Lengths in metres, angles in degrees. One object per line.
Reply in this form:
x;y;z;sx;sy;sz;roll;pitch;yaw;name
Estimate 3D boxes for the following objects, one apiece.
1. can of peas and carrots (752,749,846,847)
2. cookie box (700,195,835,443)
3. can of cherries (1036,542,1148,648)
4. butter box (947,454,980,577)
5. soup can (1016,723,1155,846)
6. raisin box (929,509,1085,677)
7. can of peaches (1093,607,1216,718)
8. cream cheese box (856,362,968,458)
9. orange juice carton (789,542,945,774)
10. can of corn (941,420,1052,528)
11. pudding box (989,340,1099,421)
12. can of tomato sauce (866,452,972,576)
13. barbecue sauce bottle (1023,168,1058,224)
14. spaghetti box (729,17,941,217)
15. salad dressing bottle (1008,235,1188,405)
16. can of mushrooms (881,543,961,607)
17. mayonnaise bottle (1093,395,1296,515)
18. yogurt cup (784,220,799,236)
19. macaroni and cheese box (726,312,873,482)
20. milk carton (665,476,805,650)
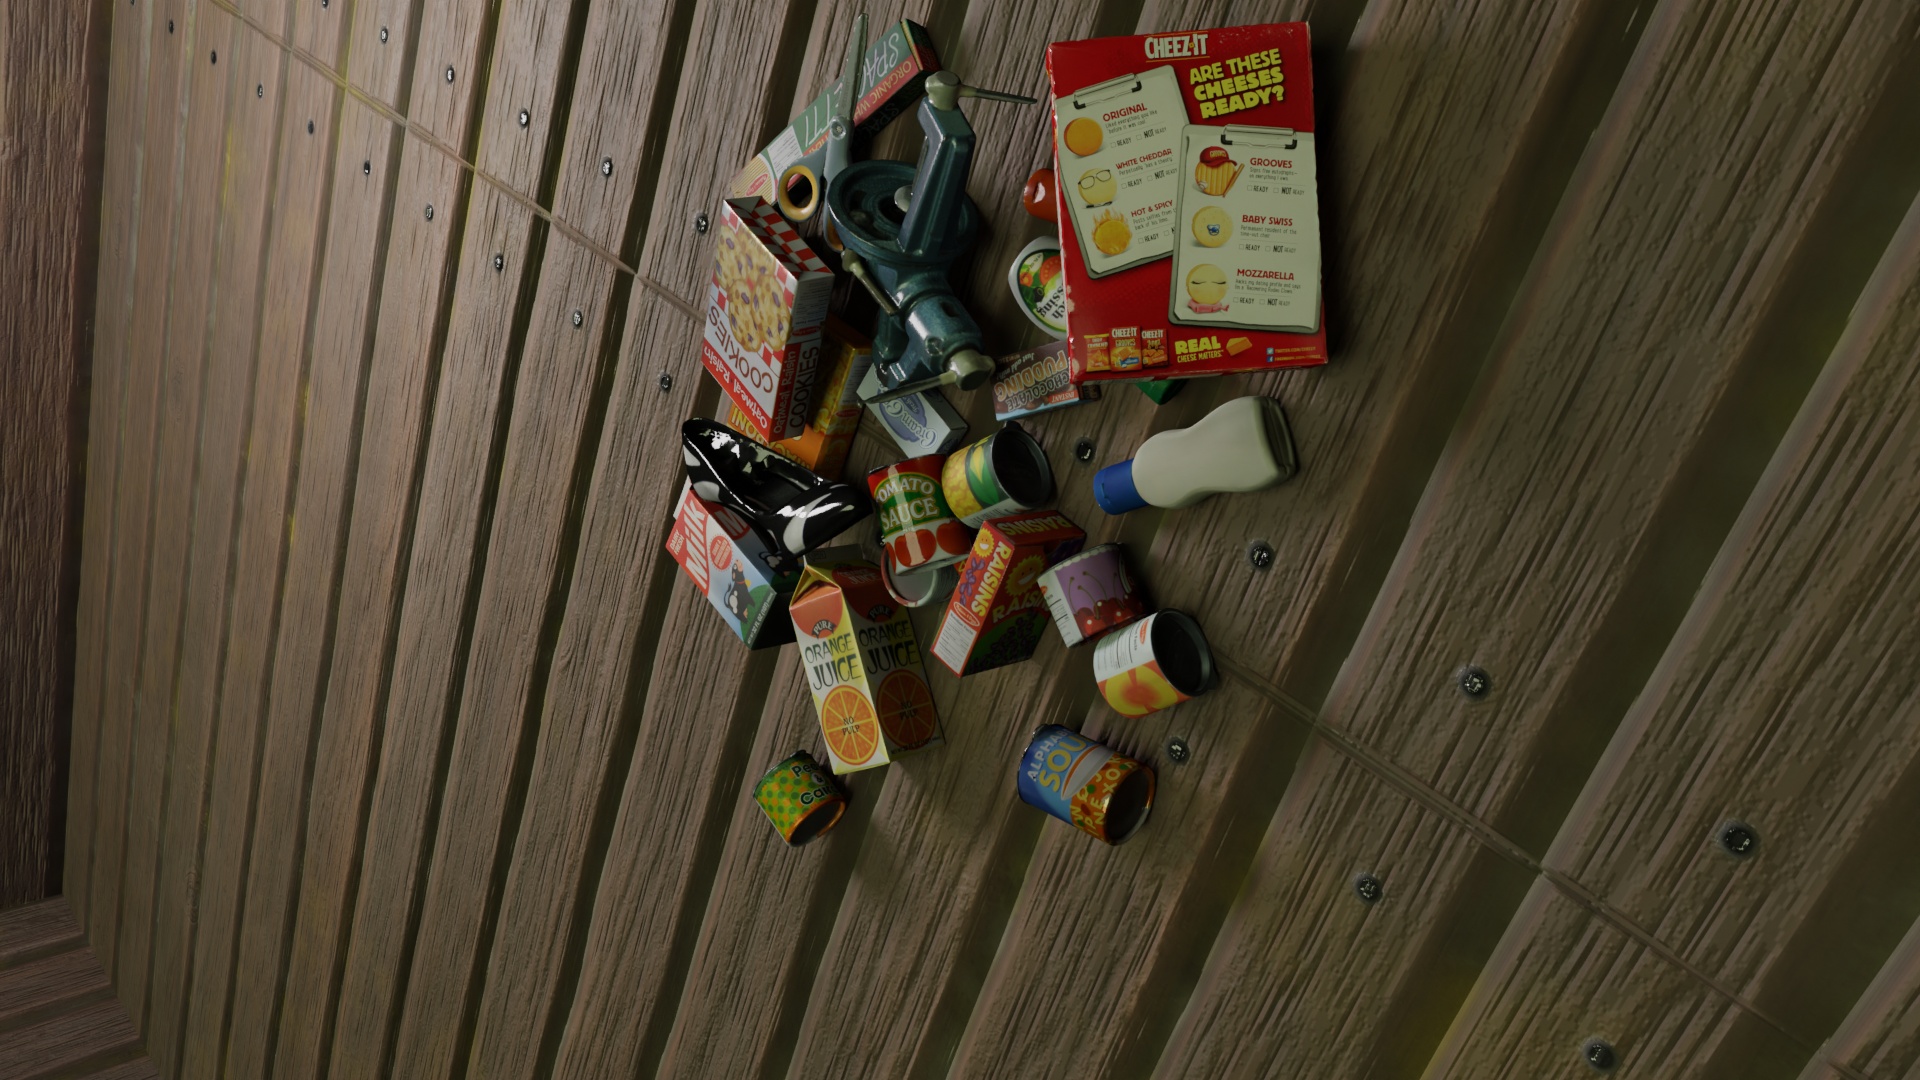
-0.146;0.236;1.272;0.059;0.071;0.070;48;124;26;can of peas and carrots
-0.164;-0.184;1.164;0.123;0.040;0.166;49;140;31;cookie box
0.100;0.040;1.026;0.071;0.072;0.058;-34;74;39;can of cherries
0.004;-0.014;1.131;0.053;0.024;0.104;-46;66;35;butter box
0.094;0.182;1.047;0.084;0.071;0.071;20;109;38;soup can
0.036;0.040;1.068;0.040;0.086;0.122;40;120;33;raisin box
0.139;0.091;0.997;0.058;0.071;0.071;-29;77;40;can of peaches
-0.041;-0.109;1.159;0.104;0.024;0.053;51;127;25;cream cheese box
-0.086;0.097;1.195;0.073;0.072;0.193;-21;82;41;orange juice carton
0.027;-0.050;1.078;0.058;0.071;0.071;-24;80;42;can of corn
0.063;-0.122;1.060;0.083;0.030;0.049;-9;90;43;pudding box
-0.032;-0.020;1.098;0.071;0.071;0.083;-22;81;42;can of tomato sauce
0.111;-0.231;0.993;0.149;0.044;0.064;29;111;36;barbecue sauce bottle
-0.111;-0.350;1.186;0.249;0.029;0.050;-28;77;41;spaghetti box
0.101;-0.157;0.997;0.148;0.044;0.064;43;109;15;salad dressing bottle
-0.035;0.021;1.165;0.071;0.033;0.071;8;102;41;can of mushrooms
0.160;-0.053;0.976;0.147;0.041;0.065;-19;82;43;mayonnaise bottle
-0.173;-0.256;1.224;0.054;0.072;0.072;12;109;-4;yogurt cup
-0.145;-0.123;1.240;0.124;0.040;0.165;37;118;32;macaroni and cheese box
-0.208;0.009;1.291;0.191;0.074;0.072;45;124;29;milk carton
